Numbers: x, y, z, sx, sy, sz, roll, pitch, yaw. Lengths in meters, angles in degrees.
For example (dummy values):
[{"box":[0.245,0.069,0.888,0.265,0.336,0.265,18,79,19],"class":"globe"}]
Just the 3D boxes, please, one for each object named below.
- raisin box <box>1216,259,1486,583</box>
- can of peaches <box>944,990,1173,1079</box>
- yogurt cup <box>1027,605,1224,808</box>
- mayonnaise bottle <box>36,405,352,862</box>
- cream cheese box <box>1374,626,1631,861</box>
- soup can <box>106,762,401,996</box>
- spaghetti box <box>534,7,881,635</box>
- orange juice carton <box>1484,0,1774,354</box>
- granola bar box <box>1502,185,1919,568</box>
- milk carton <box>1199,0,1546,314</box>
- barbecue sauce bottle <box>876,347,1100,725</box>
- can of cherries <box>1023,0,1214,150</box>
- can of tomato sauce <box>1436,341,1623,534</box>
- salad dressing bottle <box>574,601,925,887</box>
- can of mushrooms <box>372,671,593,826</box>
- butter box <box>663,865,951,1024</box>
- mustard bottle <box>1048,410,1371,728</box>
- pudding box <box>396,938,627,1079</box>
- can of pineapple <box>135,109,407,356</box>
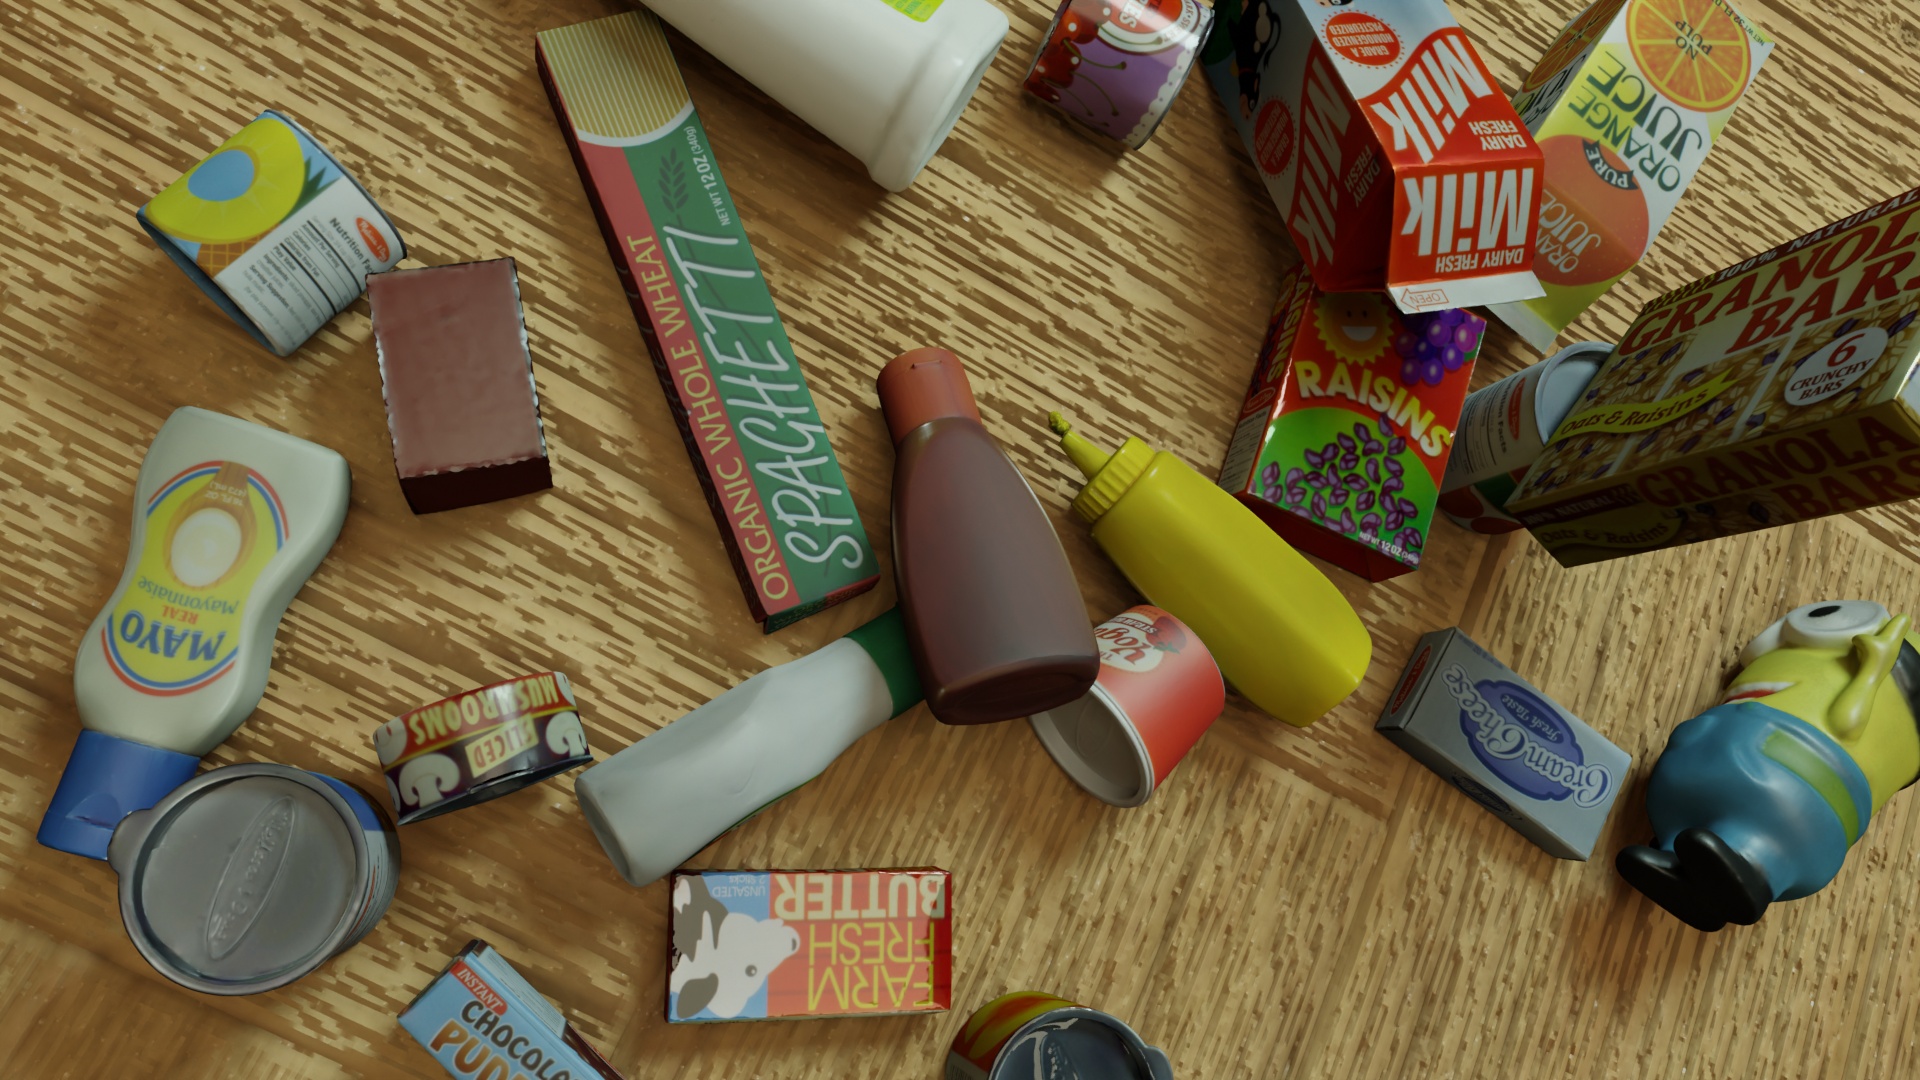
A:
[{"box":[0.170,-0.055,0.606,0.086,0.040,0.123,23,75,-9],"class":"raisin box"},{"box":[0.034,0.200,0.505,0.071,0.058,0.071,3,77,-15],"class":"can of peaches"},{"box":[0.065,0.062,0.540,0.054,0.072,0.072,-34,89,-27],"class":"yogurt cup"},{"box":[-0.260,0.032,0.467,0.065,0.041,0.148,18,74,-13],"class":"mayonnaise bottle"},{"box":[0.236,0.088,0.601,0.104,0.024,0.053,36,72,-6],"class":"cream cheese box"},{"box":[-0.220,0.104,0.441,0.071,0.083,0.071,3,78,-15],"class":"soup can"},{"box":[-0.099,-0.088,0.544,0.050,0.028,0.250,-21,84,-18],"class":"spaghetti box"},{"box":[0.288,-0.176,0.646,0.072,0.073,0.193,39,72,-5],"class":"orange juice carton"},{"box":[0.285,-0.057,0.482,0.039,0.165,0.124,43,71,-6],"class":"granola bar box"},{"box":[0.174,-0.172,0.583,0.072,0.073,0.191,-10,62,-18],"class":"milk carton"},{"box":[0.002,-0.007,0.521,0.065,0.043,0.149,-10,58,-11],"class":"barbecue sauce bottle"},{"box":[0.068,-0.212,0.593,0.058,0.071,0.071,27,73,-8],"class":"can of cherries"},{"box":[0.253,-0.041,0.602,0.071,0.083,0.071,3,78,-15],"class":"can of tomato sauce"},{"box":[-0.064,0.068,0.506,0.148,0.064,0.044,-29,97,-26],"class":"salad dressing bottle"},{"box":[-0.161,0.070,0.471,0.071,0.071,0.033,-17,82,-18],"class":"can of mushrooms"},{"box":[-0.055,0.147,0.509,0.104,0.024,0.053,2,79,-15],"class":"butter box"},{"box":[0.094,0.004,0.562,0.160,0.048,0.065,43,28,1],"class":"mustard bottle"},{"box":[-0.145,0.174,0.465,0.083,0.049,0.030,45,73,-3],"class":"pudding box"},{"box":[-0.242,-0.108,0.490,0.071,0.071,0.058,43,72,-3],"class":"can of pineapple"}]
